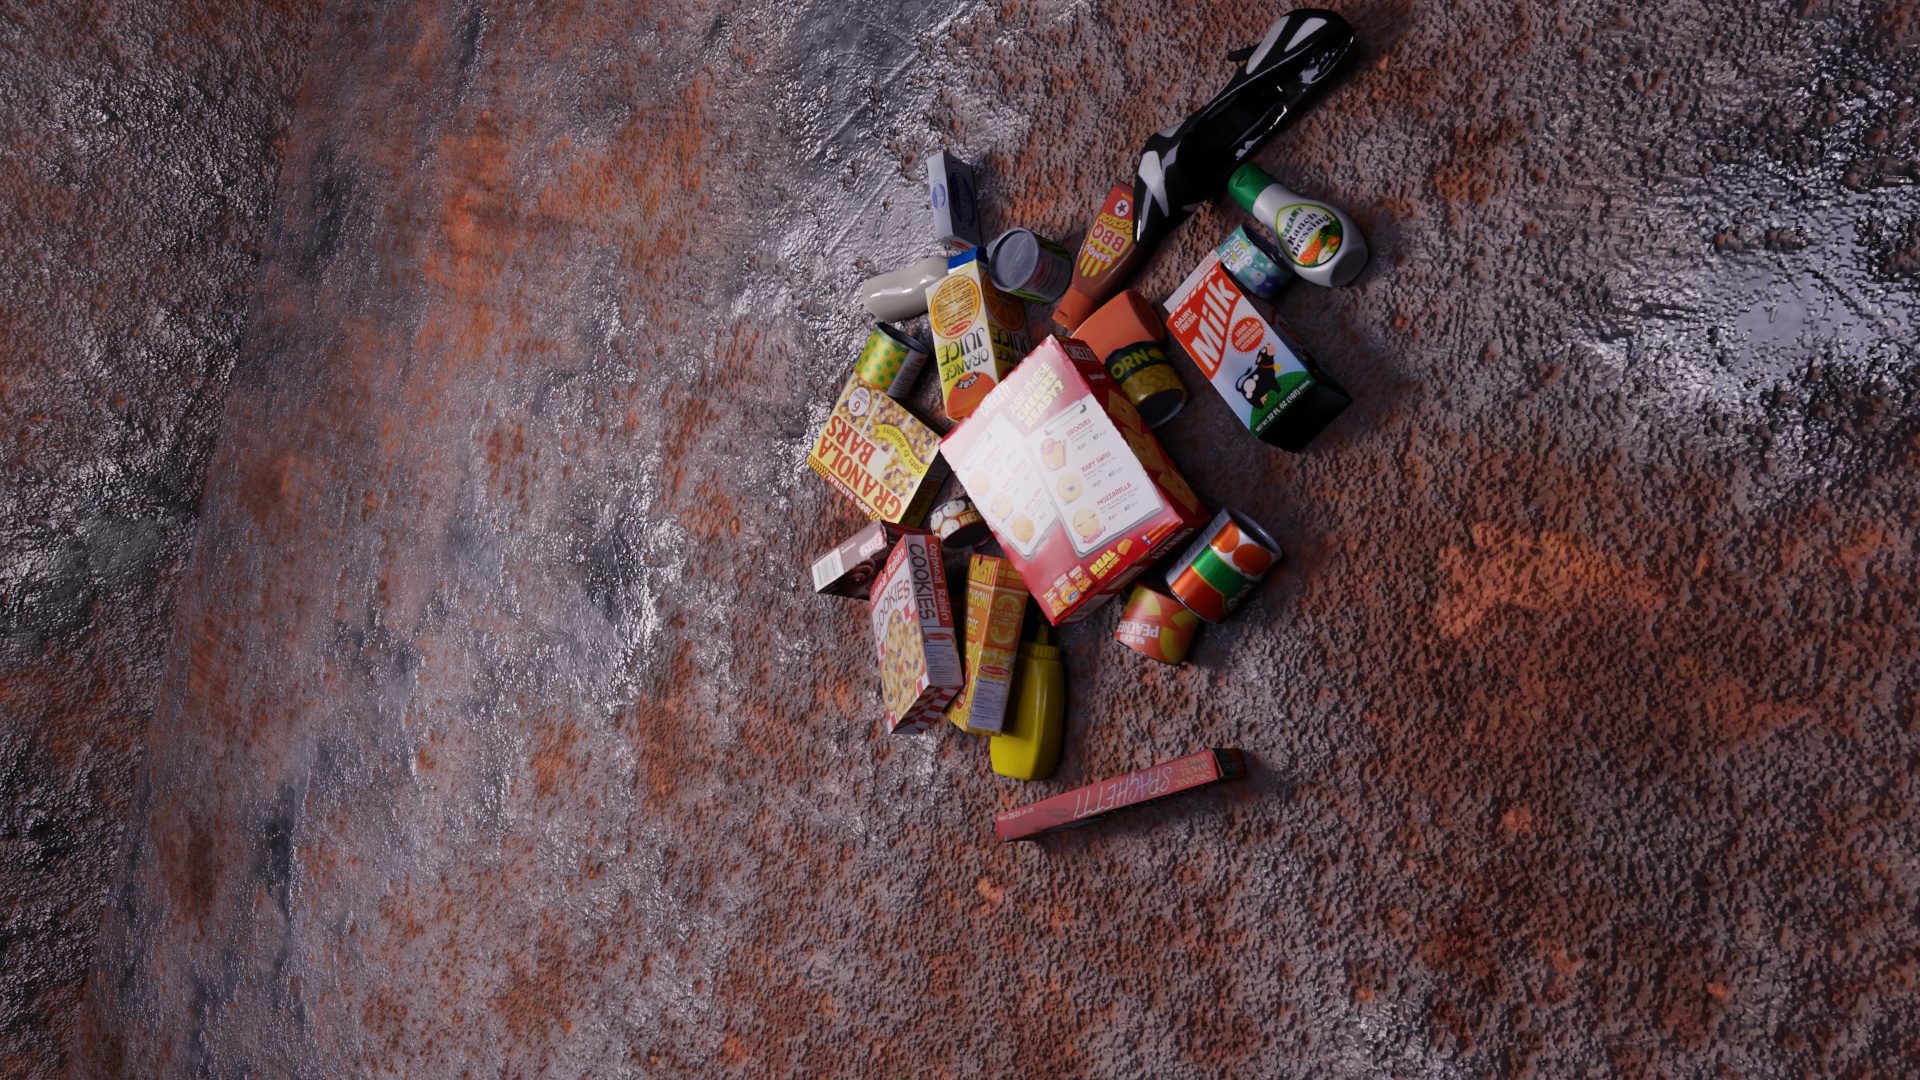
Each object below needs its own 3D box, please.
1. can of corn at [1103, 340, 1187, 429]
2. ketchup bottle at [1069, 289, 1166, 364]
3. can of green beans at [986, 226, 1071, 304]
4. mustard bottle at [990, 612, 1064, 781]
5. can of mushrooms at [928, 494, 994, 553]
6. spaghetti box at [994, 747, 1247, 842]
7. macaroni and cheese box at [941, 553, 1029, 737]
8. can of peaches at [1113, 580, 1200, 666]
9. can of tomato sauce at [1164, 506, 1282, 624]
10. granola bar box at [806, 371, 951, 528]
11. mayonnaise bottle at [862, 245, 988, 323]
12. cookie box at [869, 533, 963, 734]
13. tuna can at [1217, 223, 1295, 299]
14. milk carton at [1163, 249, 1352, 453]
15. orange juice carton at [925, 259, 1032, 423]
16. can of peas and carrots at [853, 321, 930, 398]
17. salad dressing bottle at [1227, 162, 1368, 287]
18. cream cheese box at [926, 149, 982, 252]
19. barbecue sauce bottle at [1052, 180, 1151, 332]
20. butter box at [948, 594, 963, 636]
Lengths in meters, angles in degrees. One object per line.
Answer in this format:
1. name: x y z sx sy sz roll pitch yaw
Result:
1. can of corn: 0.170 -0.144 1.299 0.071 0.071 0.058 -42 59 27
2. ketchup bottle: 0.127 -0.179 1.357 0.148 0.044 0.065 -35 82 32
3. can of green beans: 0.071 -0.279 1.415 0.071 0.058 0.071 -8 77 39
4. mustard bottle: 0.071 0.150 1.343 0.065 0.049 0.160 8 86 39
5. can of mushrooms: 0.005 -0.018 1.417 0.071 0.071 0.033 -37 61 30
6. spaghetti box: 0.142 0.234 1.268 0.249 0.050 0.029 -25 68 34
7. macaroni and cheese box: 0.024 0.098 1.356 0.123 0.040 0.166 -174 95 -78
8. can of peaches: 0.178 0.074 1.253 0.071 0.071 0.058 29 100 40
9. can of tomato sauce: 0.233 0.023 1.220 0.083 0.071 0.071 -52 54 20
10. granola bar box: -0.085 -0.094 1.526 0.166 0.039 0.124 40 107 37
11. mayonnaise bottle: -0.033 -0.278 1.503 0.148 0.064 0.041 -14 65 33
12. cookie box: -0.048 0.094 1.398 0.122 0.040 0.168 124 142 -52
13. tuna can: 0.263 -0.249 1.240 0.032 0.071 0.071 -46 56 26
14. milk carton: 0.253 -0.173 1.233 0.072 0.073 0.191 -47 55 24
15. orange juice carton: 0.027 -0.181 1.426 0.073 0.072 0.193 -23 68 35
16. can of peas and carrots: -0.077 -0.198 1.519 0.071 0.071 0.058 42 110 37
17. salad dressing bottle: 0.297 -0.283 1.236 0.064 0.044 0.148 -52 54 19
18. cream cheese box: -0.006 -0.364 1.499 0.024 0.053 0.104 -18 71 35
19. barbecue sauce bottle: 0.143 -0.274 1.364 0.065 0.044 0.148 42 109 35
20. butter box: -0.016 0.107 1.440 0.053 0.024 0.103 10 89 40
